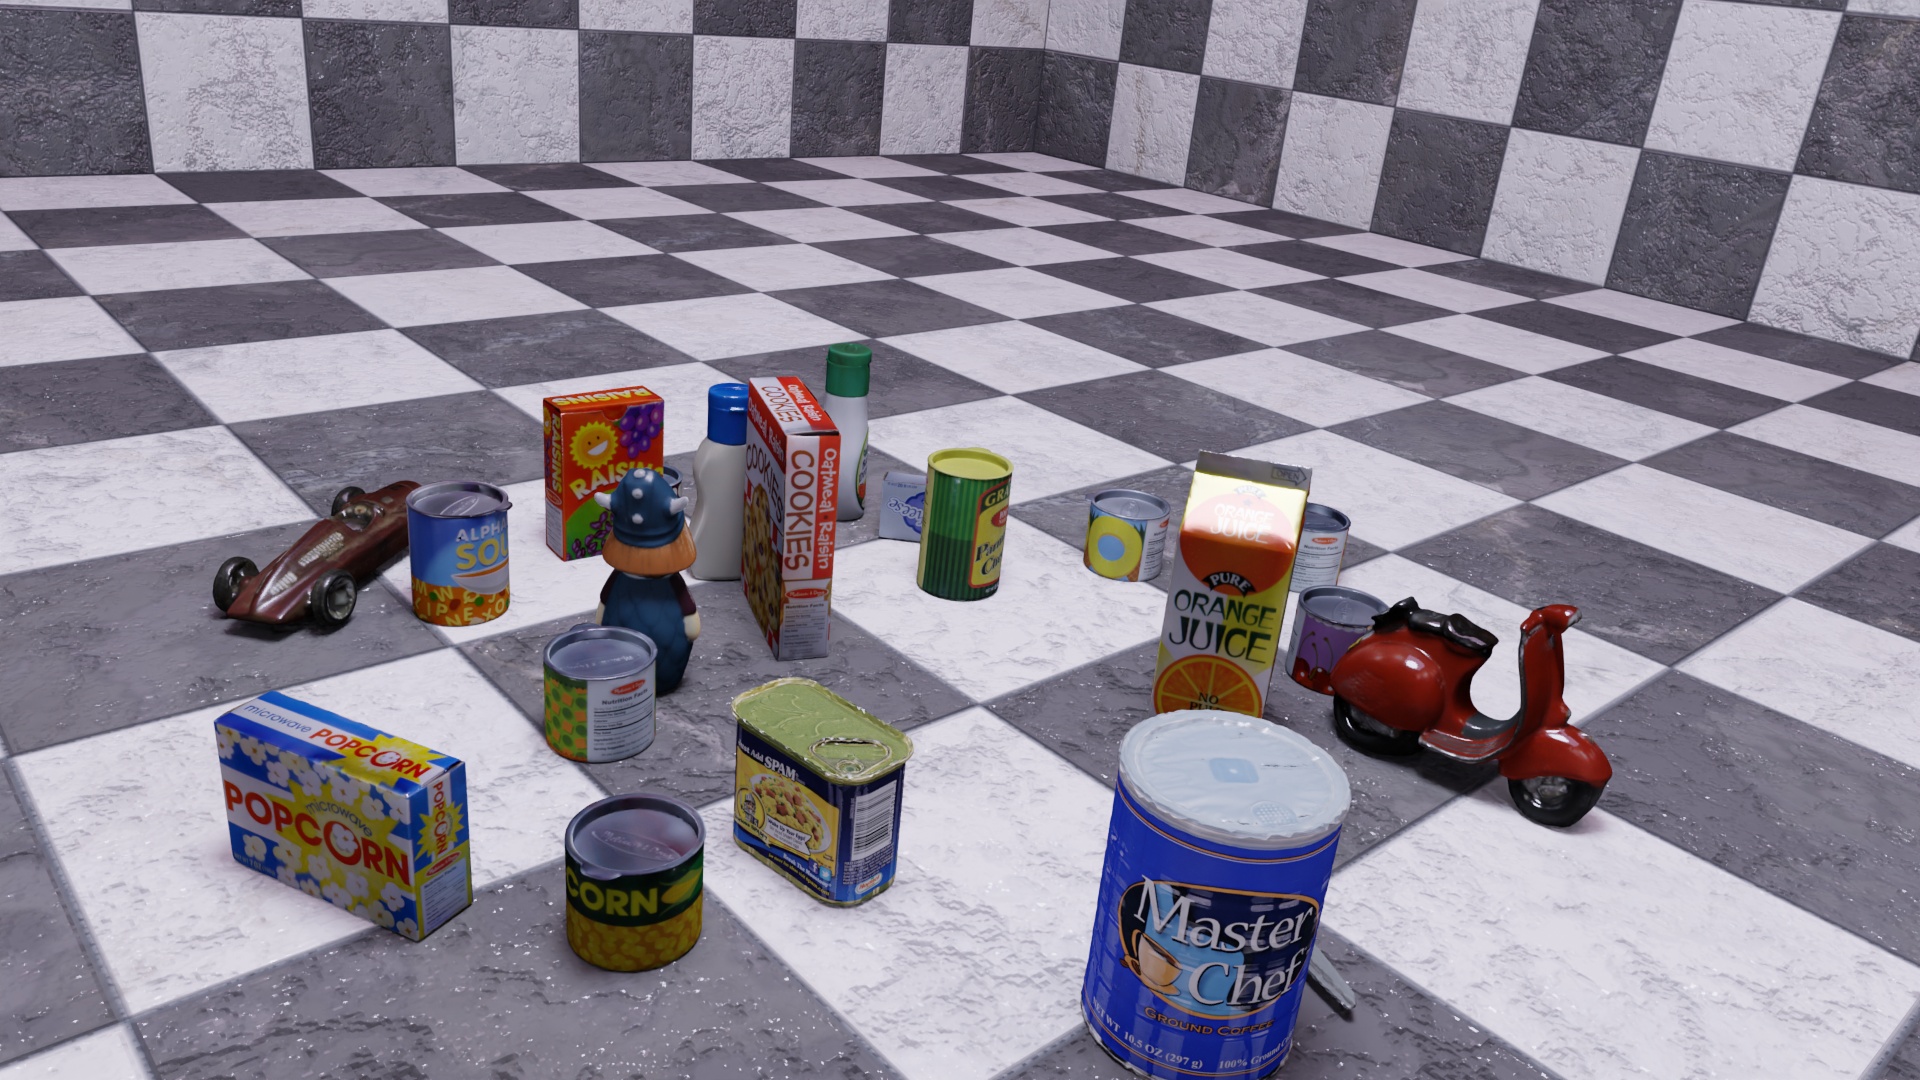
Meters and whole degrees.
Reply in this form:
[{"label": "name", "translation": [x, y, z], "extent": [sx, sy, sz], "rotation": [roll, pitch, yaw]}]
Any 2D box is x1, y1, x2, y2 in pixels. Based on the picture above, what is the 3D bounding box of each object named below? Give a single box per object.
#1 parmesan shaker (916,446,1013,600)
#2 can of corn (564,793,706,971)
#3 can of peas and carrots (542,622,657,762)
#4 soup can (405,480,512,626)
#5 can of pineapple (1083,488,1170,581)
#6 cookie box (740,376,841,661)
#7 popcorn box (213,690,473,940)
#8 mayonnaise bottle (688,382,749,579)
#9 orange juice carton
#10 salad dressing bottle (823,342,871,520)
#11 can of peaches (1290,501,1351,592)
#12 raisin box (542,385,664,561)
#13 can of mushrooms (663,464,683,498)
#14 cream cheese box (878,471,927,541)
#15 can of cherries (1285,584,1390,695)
[{"label": "parmesan shaker", "translation": [0.004, -0.014, 1.077], "extent": [0.071, 0.102, 0.071], "rotation": [5, 23, -2]}, {"label": "can of corn", "translation": [-0.159, 0.166, 0.673], "extent": [0.071, 0.058, 0.071], "rotation": [5, 23, -2]}, {"label": "can of peas and carrots", "translation": [-0.217, 0.091, 0.836], "extent": [0.071, 0.058, 0.071], "rotation": [5, 23, -2]}, {"label": "soup can", "translation": [-0.345, 0.009, 0.965], "extent": [0.071, 0.083, 0.071], "rotation": [5, 23, -2]}, {"label": "can of pineapple", "translation": [0.135, -0.006, 1.147], "extent": [0.071, 0.057, 0.071], "rotation": [5, 23, -2]}, {"label": "cookie box", "translation": [-0.121, -0.019, 0.977], "extent": [0.040, 0.166, 0.123], "rotation": [-3, 24, -20]}, {"label": "popcorn box", "translation": [-0.303, 0.133, 0.682], "extent": [0.127, 0.085, 0.038], "rotation": [15, 24, 20]}, {"label": "mayonnaise bottle", "translation": [-0.173, -0.044, 1.048], "extent": [0.065, 0.147, 0.041], "rotation": [-3, 24, -19]}, {"label": "orange juice carton", "translation": [0.171, 0.038, 0.883], "extent": [0.072, 0.191, 0.073], "rotation": [12, 23, 14]}, {"label": "salad dressing bottle", "translation": [-0.099, -0.092, 1.180], "extent": [0.044, 0.147, 0.064], "rotation": [6, 23, 0]}, {"label": "can of peaches", "translation": [0.286, 0.004, 1.160], "extent": [0.071, 0.057, 0.071], "rotation": [5, 23, -2]}, {"label": "raisin box", "translation": [-0.276, -0.053, 1.076], "extent": [0.086, 0.122, 0.040], "rotation": [-12, 28, -36]}, {"label": "can of mushrooms", "translation": [-0.268, -0.039, 1.161], "extent": [0.071, 0.033, 0.071], "rotation": [5, 23, -2]}, {"label": "cream cheese box", "translation": [-0.015, -0.024, 1.160], "extent": [0.104, 0.053, 0.024], "rotation": [7, 23, 2]}, {"label": "can of cherries", "translation": [0.273, 0.073, 0.997], "extent": [0.071, 0.058, 0.072], "rotation": [5, 23, -2]}]
